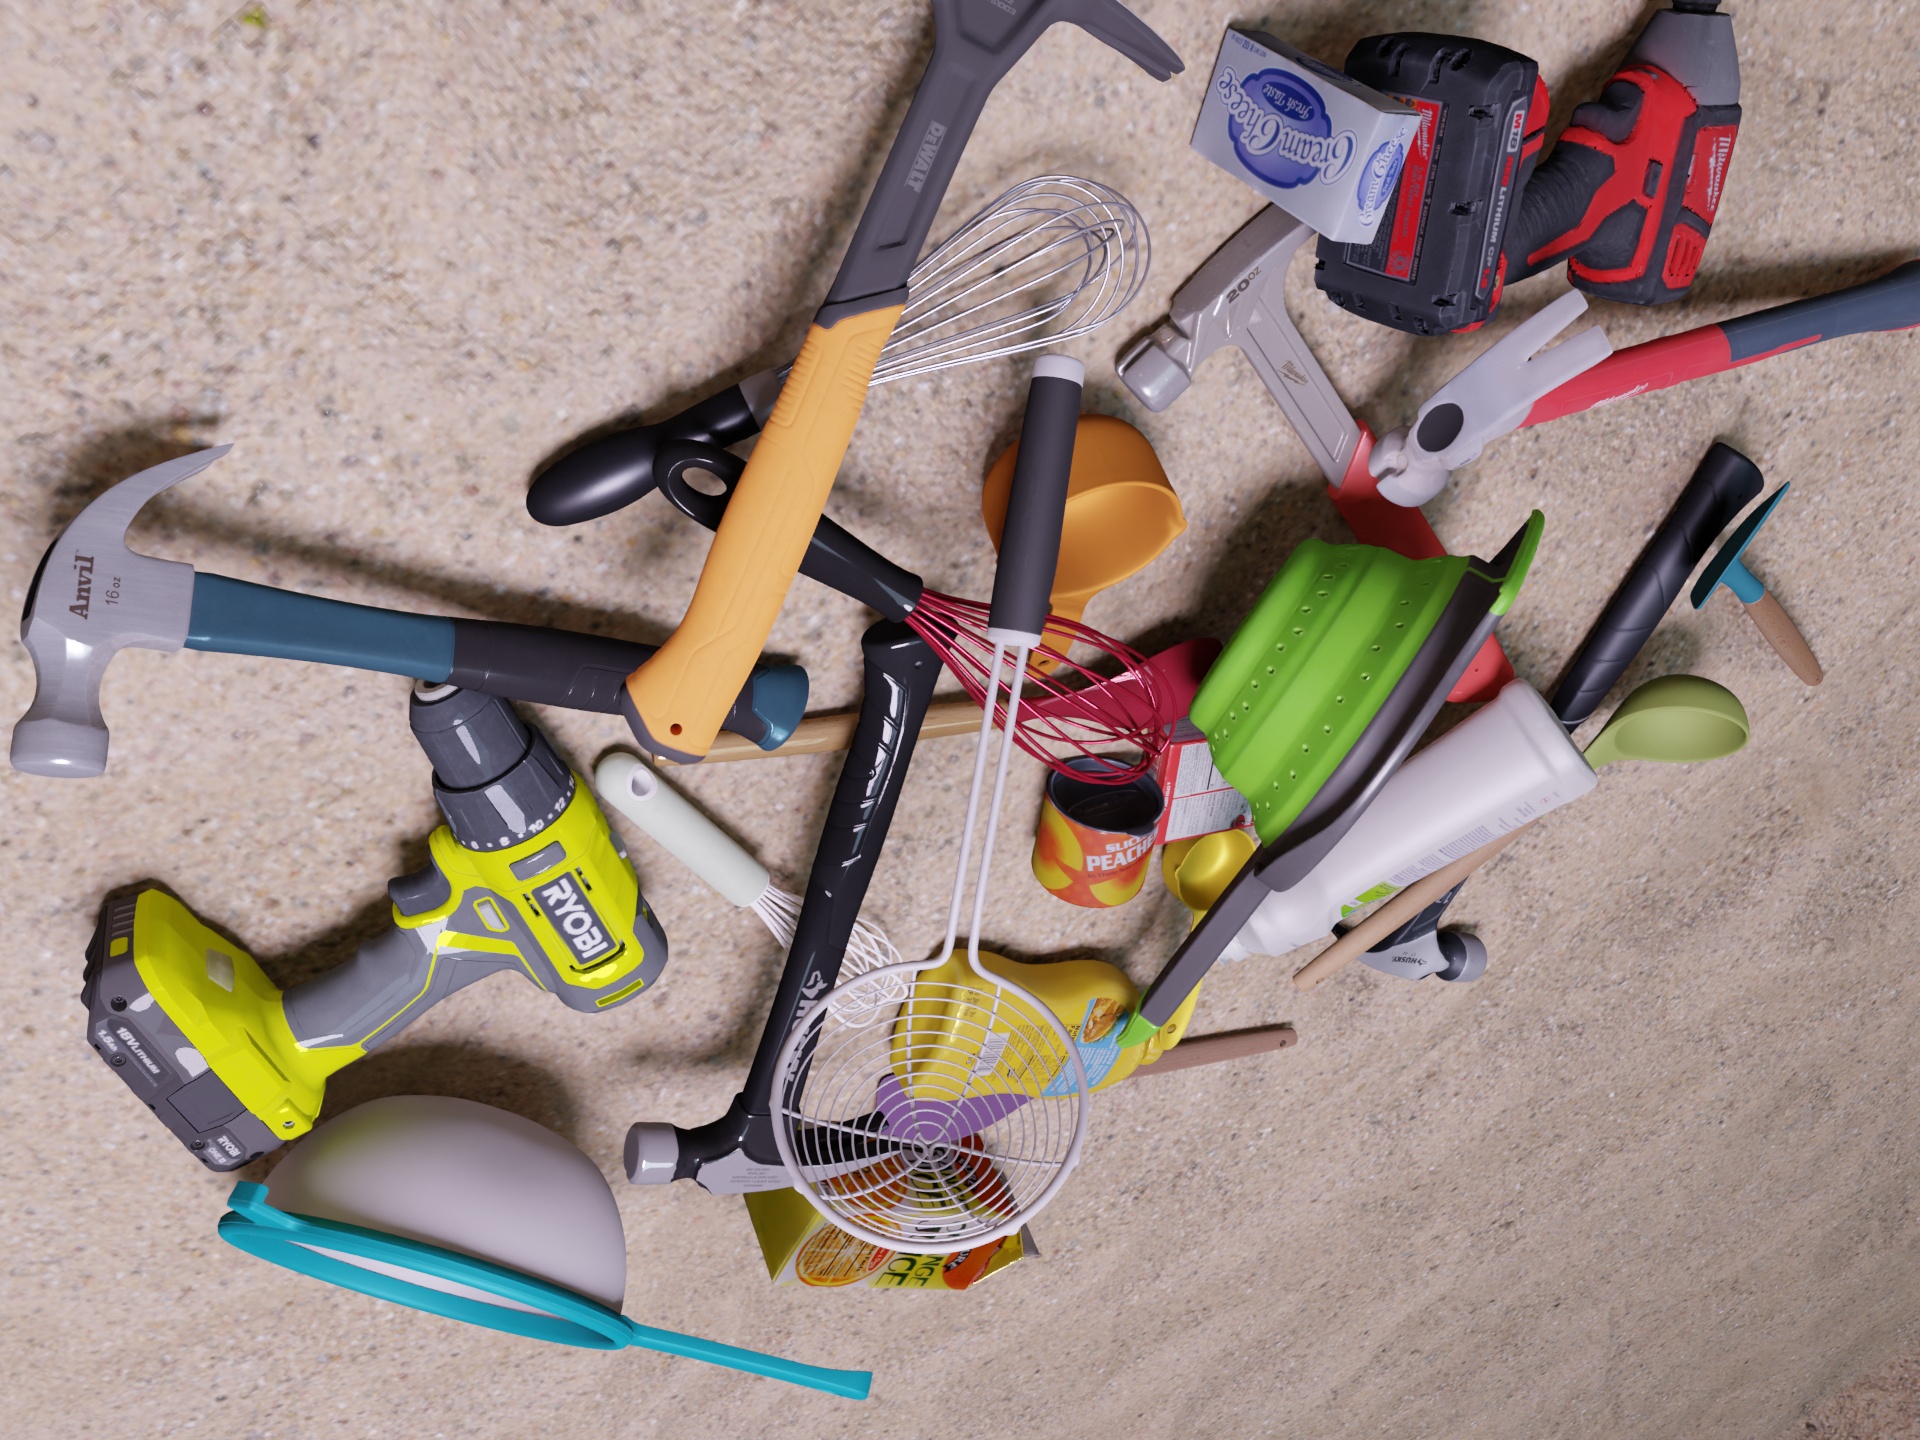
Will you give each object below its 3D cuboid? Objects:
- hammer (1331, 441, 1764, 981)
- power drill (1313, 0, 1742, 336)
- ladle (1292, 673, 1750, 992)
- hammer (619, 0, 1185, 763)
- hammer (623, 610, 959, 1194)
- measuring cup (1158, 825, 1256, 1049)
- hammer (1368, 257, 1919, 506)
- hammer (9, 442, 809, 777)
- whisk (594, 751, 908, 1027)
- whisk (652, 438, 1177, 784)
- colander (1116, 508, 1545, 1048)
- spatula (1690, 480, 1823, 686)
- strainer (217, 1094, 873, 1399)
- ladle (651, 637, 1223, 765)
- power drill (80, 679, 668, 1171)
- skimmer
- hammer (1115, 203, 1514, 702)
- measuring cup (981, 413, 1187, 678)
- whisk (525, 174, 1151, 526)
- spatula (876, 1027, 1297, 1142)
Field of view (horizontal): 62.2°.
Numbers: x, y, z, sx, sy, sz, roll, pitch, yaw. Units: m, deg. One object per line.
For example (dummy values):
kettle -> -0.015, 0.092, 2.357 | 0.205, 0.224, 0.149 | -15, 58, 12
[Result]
hammer -> 0.374, 0.008, 1.015 | 0.149, 0.036, 0.408 | 9, 120, -31
power drill -> 0.265, -0.250, 0.704 | 0.219, 0.079, 0.143 | -17, 125, -32
ladle -> 0.345, 0.081, 0.998 | 0.320, 0.062, 0.078 | -39, 138, 11
hammer -> -0.041, -0.134, 0.615 | 0.127, 0.034, 0.337 | 24, 100, -14
hammer -> -0.062, 0.100, 0.812 | 0.146, 0.035, 0.334 | 8, 111, -27
measuring cup -> 0.139, 0.130, 0.977 | 0.062, 0.029, 0.156 | 0, 114, -27
hammer -> 0.387, -0.194, 0.796 | 0.386, 0.038, 0.143 | -19, 169, -26
hammer -> -0.202, -0.026, 0.663 | 0.330, 0.128, 0.033 | 9, 166, -41
whisk -> -0.106, 0.091, 0.835 | 0.246, 0.059, 0.058 | 47, 53, -39
whisk -> -0.010, -0.045, 0.709 | 0.295, 0.073, 0.073 | 29, 109, -31
colander -> 0.148, 0.034, 0.842 | 0.204, 0.094, 0.396 | -47, 169, -51
spatula -> 0.505, -0.065, 0.986 | 0.317, 0.044, 0.082 | 23, 103, -48
strainer -> -0.199, 0.270, 0.831 | 0.340, 0.095, 0.211 | 19, 151, -11
ladle -> -0.001, -0.003, 0.821 | 0.315, 0.031, 0.069 | -7, 146, -18
power drill -> -0.269, 0.090, 0.728 | 0.228, 0.080, 0.190 | -27, 127, -8
skimmer -> 0.010, 0.023, 0.645 | 0.127, 0.090, 0.363 | 10, 88, 7
hammer -> 0.225, -0.121, 0.836 | 0.149, 0.037, 0.358 | -41, 132, 8
measuring cup -> 0.047, -0.082, 0.776 | 0.095, 0.052, 0.173 | -12, 155, -15
whisk -> -0.052, -0.147, 0.665 | 0.284, 0.070, 0.070 | -26, 133, 0
spatula -> 0.091, 0.236, 1.062 | 0.315, 0.018, 0.059 | -5, 111, -23
